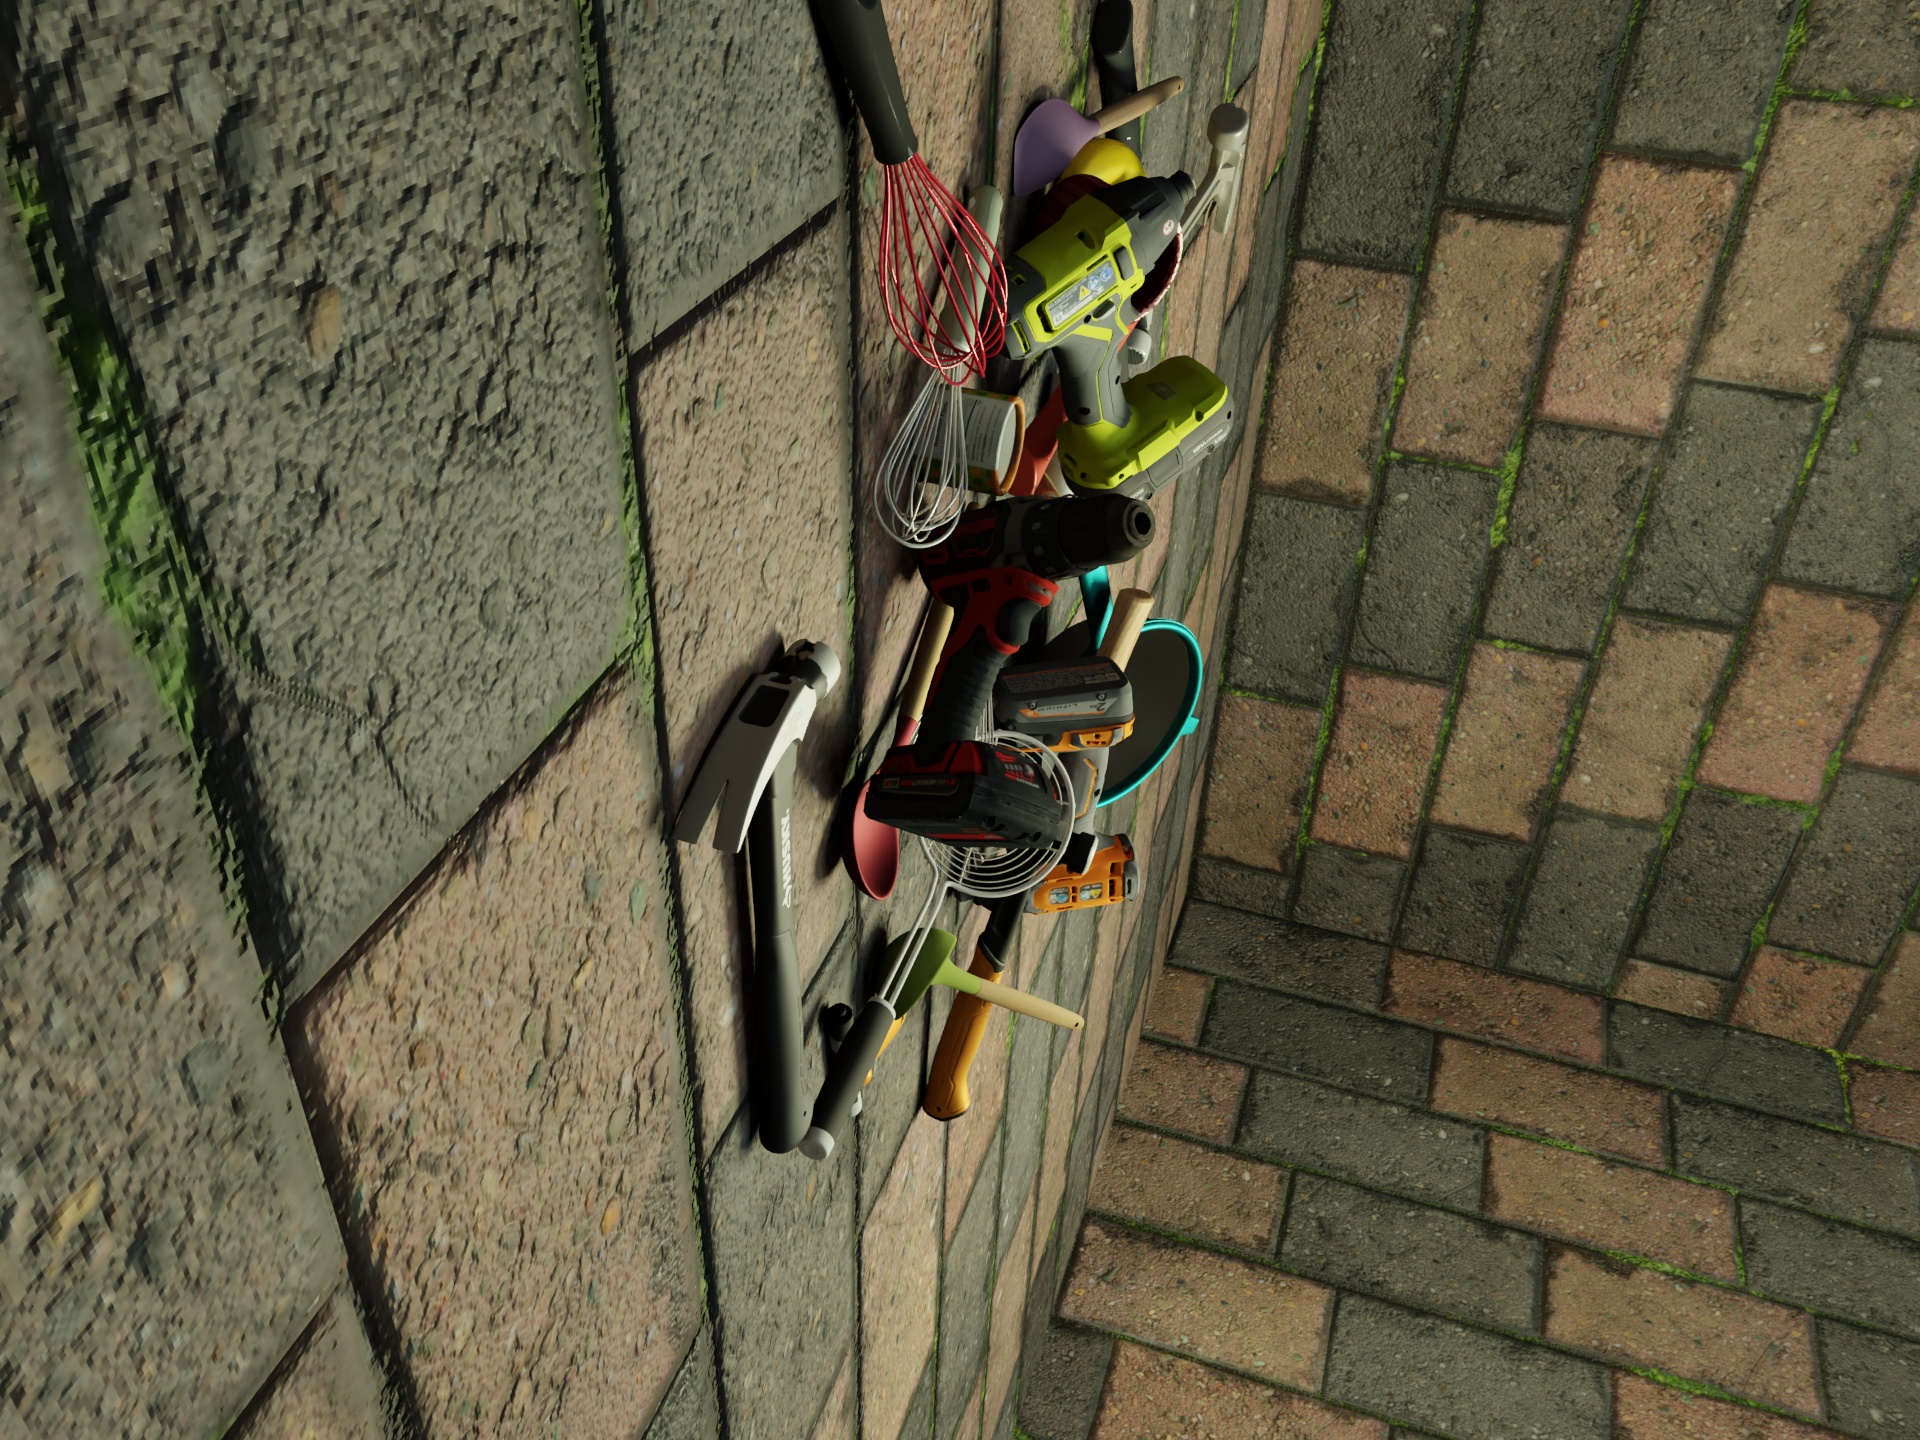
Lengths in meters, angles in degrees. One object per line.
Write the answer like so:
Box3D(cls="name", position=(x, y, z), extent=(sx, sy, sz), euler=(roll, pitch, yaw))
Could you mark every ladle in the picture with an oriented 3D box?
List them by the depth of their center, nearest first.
Box3D(cls="ladle", position=(-0.029, -0.023, 1.102), extent=(0.069, 0.031, 0.316), euler=(53, 46, -51))
Box3D(cls="ladle", position=(0.031, 0.229, 1.299), extent=(0.078, 0.062, 0.319), euler=(-53, 143, 4))

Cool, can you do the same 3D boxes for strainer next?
Box3D(cls="strainer", position=(0.113, -0.066, 1.476), extent=(0.211, 0.095, 0.340), euler=(-35, 139, -18))

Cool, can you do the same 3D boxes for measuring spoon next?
Box3D(cls="measuring spoon", position=(-0.059, 0.257, 1.259), extent=(0.117, 0.011, 0.021), euler=(-44, 144, -66))

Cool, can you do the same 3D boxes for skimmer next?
Box3D(cls="skimmer", position=(-0.016, 0.150, 1.121), extent=(0.090, 0.127, 0.363), euler=(-31, -160, 39))

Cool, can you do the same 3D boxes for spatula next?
Box3D(cls="spatula", position=(0.110, -0.462, 1.217), extent=(0.316, 0.018, 0.059), euler=(-45, 144, -49))

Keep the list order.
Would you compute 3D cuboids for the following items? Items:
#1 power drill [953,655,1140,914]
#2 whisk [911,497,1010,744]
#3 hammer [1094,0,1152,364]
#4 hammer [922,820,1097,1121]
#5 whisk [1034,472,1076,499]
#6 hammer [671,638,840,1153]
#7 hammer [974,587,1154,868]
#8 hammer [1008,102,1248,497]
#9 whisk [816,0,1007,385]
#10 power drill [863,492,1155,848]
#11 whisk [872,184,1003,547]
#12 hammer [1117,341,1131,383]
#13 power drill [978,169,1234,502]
Box3D(cls="power drill", position=(0.071, 0.067, 1.370), extent=(0.084, 0.164, 0.226), euler=(-116, -159, -61))
Box3D(cls="whisk", position=(0.012, -0.052, 1.191), extent=(0.070, 0.070, 0.285), euler=(79, 23, -59))
Box3D(cls="hammer", position=(0.154, -0.486, 1.420), extent=(0.408, 0.036, 0.149), euler=(62, 41, -69))
Box3D(cls="hammer", position=(0.013, 0.218, 1.385), extent=(0.034, 0.127, 0.336), euler=(-60, 168, -60))
Box3D(cls="whisk", position=(0.071, -0.158, 1.227), extent=(0.051, 0.047, 0.245), euler=(-40, -163, 10))
Box3D(cls="hammer", position=(-0.107, 0.129, 0.905), extent=(0.146, 0.035, 0.334), euler=(-61, 159, -51))
Box3D(cls="hammer", position=(0.100, 0.032, 1.441), extent=(0.130, 0.031, 0.331), euler=(-5, 124, -43))
Box3D(cls="hammer", position=(0.131, -0.322, 1.280), extent=(0.359, 0.037, 0.149), euler=(-58, 169, -16))
Box3D(cls="whisk", position=(-0.028, -0.282, 0.825), extent=(0.295, 0.073, 0.073), euler=(65, 39, -58))
Box3D(cls="power drill", position=(0.033, -0.038, 1.007), extent=(0.080, 0.188, 0.227), euler=(22, 73, -38))
Box3D(cls="whisk", position=(-0.008, -0.223, 0.986), extent=(0.058, 0.059, 0.246), euler=(-17, -122, 64))
Box3D(cls="hammer", position=(0.135, -0.344, 1.418), extent=(0.128, 0.033, 0.331), euler=(-58, 169, -4))
Box3D(cls="power drill", position=(0.114, -0.268, 1.129), extent=(0.171, 0.080, 0.223), euler=(-37, 142, -4))
